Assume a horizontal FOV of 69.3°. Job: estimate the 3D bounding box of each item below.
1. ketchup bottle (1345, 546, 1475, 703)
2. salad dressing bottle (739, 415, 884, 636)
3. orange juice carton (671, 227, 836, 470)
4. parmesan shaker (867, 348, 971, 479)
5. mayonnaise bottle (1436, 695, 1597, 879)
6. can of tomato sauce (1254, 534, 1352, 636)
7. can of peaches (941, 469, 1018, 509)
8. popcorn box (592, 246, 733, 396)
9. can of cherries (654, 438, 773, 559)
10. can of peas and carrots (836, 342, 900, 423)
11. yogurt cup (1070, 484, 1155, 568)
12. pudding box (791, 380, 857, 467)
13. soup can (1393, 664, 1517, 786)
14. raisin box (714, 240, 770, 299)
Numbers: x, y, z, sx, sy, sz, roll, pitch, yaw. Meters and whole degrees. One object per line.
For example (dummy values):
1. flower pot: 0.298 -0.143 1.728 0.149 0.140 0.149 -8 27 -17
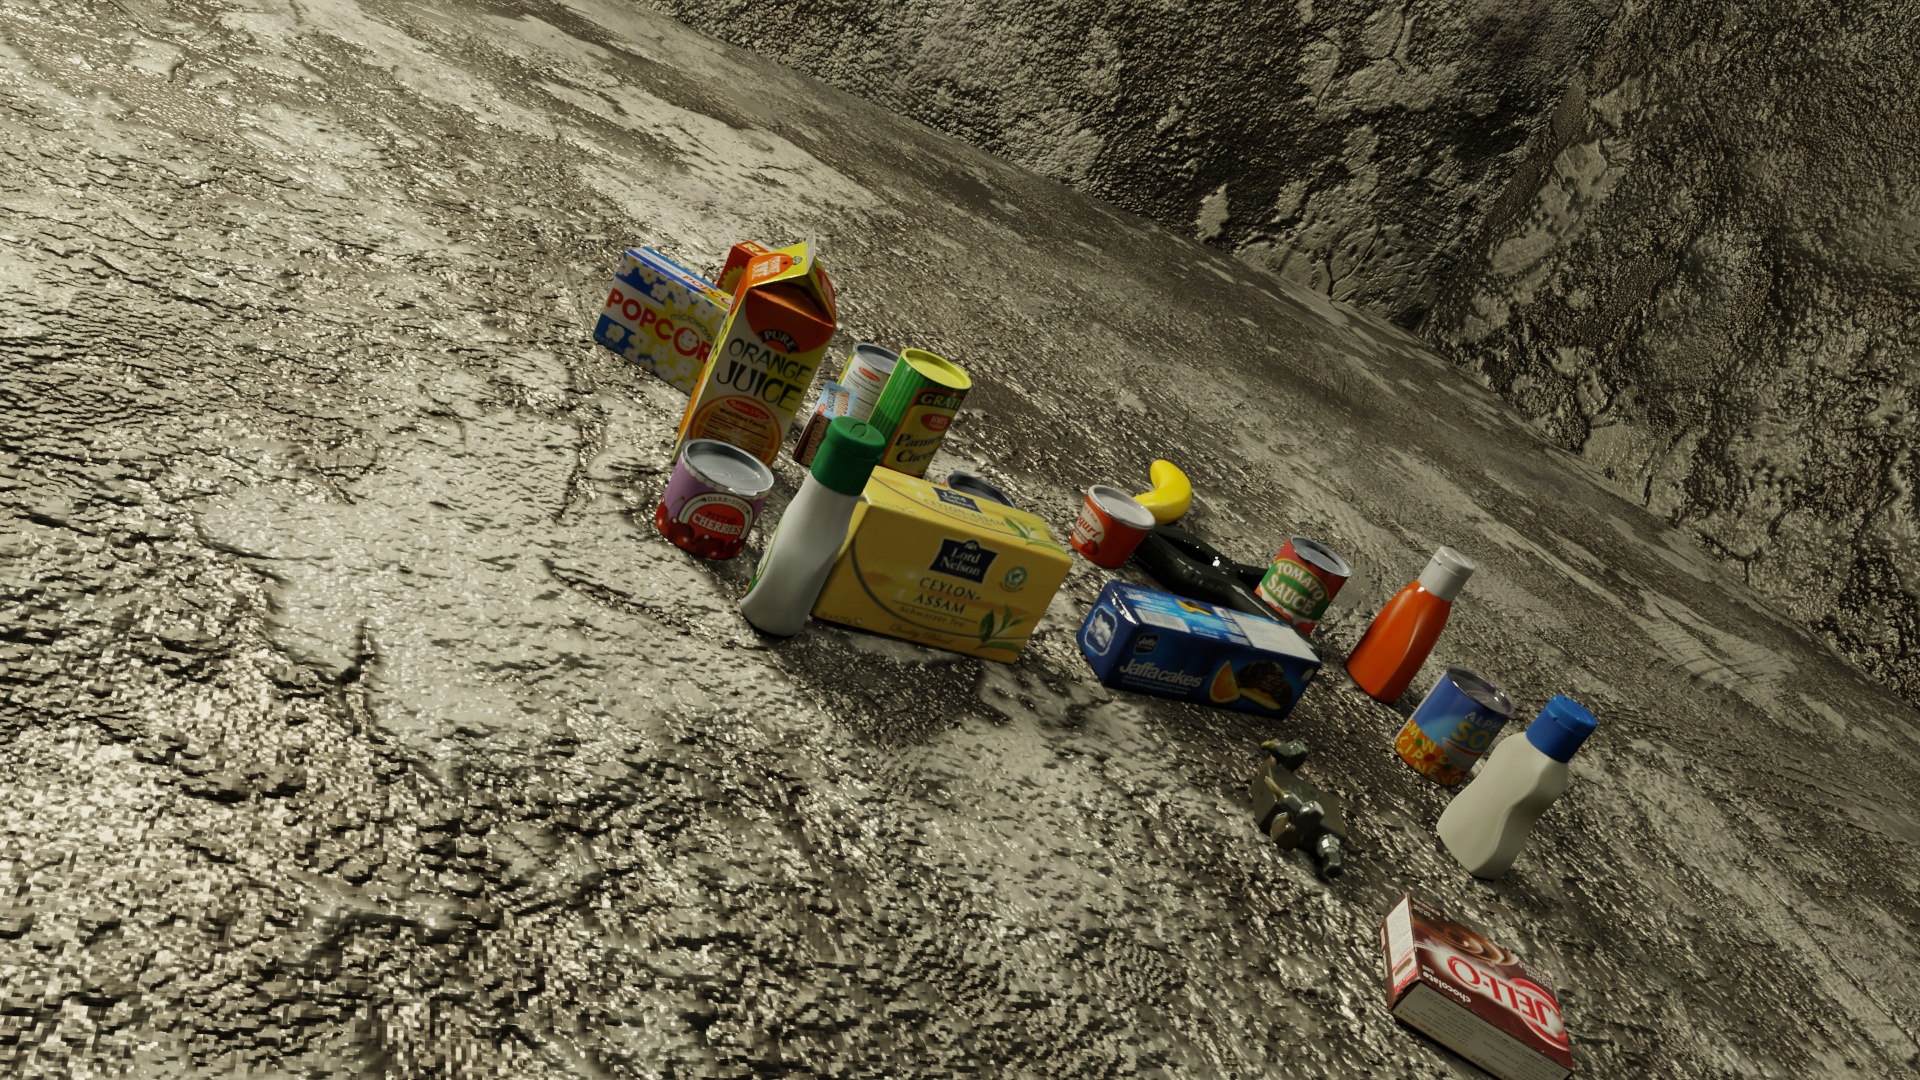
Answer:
1. ketchup bottle: 0.415 0.075 1.276 0.043 0.148 0.065 17 25 -25
2. salad dressing bottle: -0.094 -0.009 0.888 0.044 0.147 0.064 28 22 0
3. orange juice carton: -0.147 -0.140 1.046 0.073 0.192 0.072 21 23 -16
4. parmesan shaker: -0.040 -0.106 1.207 0.071 0.102 0.071 24 23 -11
5. mayonnaise bottle: 0.425 0.186 1.058 0.041 0.147 0.065 18 25 -23
6. can of tomato sauce: 0.317 0.047 1.310 0.071 0.082 0.071 24 23 -11
7. can of peaches: 0.004 -0.014 1.122 0.071 0.057 0.071 24 23 -11
8. popcorn box: -0.236 -0.179 1.166 0.127 0.085 0.038 31 23 6
9. can of cherries: -0.170 -0.027 0.956 0.071 0.058 0.072 24 23 -11
10. can of peas and carrots: -0.080 -0.144 1.300 0.071 0.058 0.071 24 23 -11
11. yogurt cup: 0.136 -0.011 1.267 0.072 0.053 0.073 24 23 -11
12. pudding box: -0.114 -0.098 1.176 0.030 0.049 0.084 25 23 -8
13. soup can: 0.424 0.161 1.190 0.071 0.083 0.071 24 23 -11
14. raisin box: -0.175 -0.182 1.191 0.086 0.123 0.040 30 23 5
